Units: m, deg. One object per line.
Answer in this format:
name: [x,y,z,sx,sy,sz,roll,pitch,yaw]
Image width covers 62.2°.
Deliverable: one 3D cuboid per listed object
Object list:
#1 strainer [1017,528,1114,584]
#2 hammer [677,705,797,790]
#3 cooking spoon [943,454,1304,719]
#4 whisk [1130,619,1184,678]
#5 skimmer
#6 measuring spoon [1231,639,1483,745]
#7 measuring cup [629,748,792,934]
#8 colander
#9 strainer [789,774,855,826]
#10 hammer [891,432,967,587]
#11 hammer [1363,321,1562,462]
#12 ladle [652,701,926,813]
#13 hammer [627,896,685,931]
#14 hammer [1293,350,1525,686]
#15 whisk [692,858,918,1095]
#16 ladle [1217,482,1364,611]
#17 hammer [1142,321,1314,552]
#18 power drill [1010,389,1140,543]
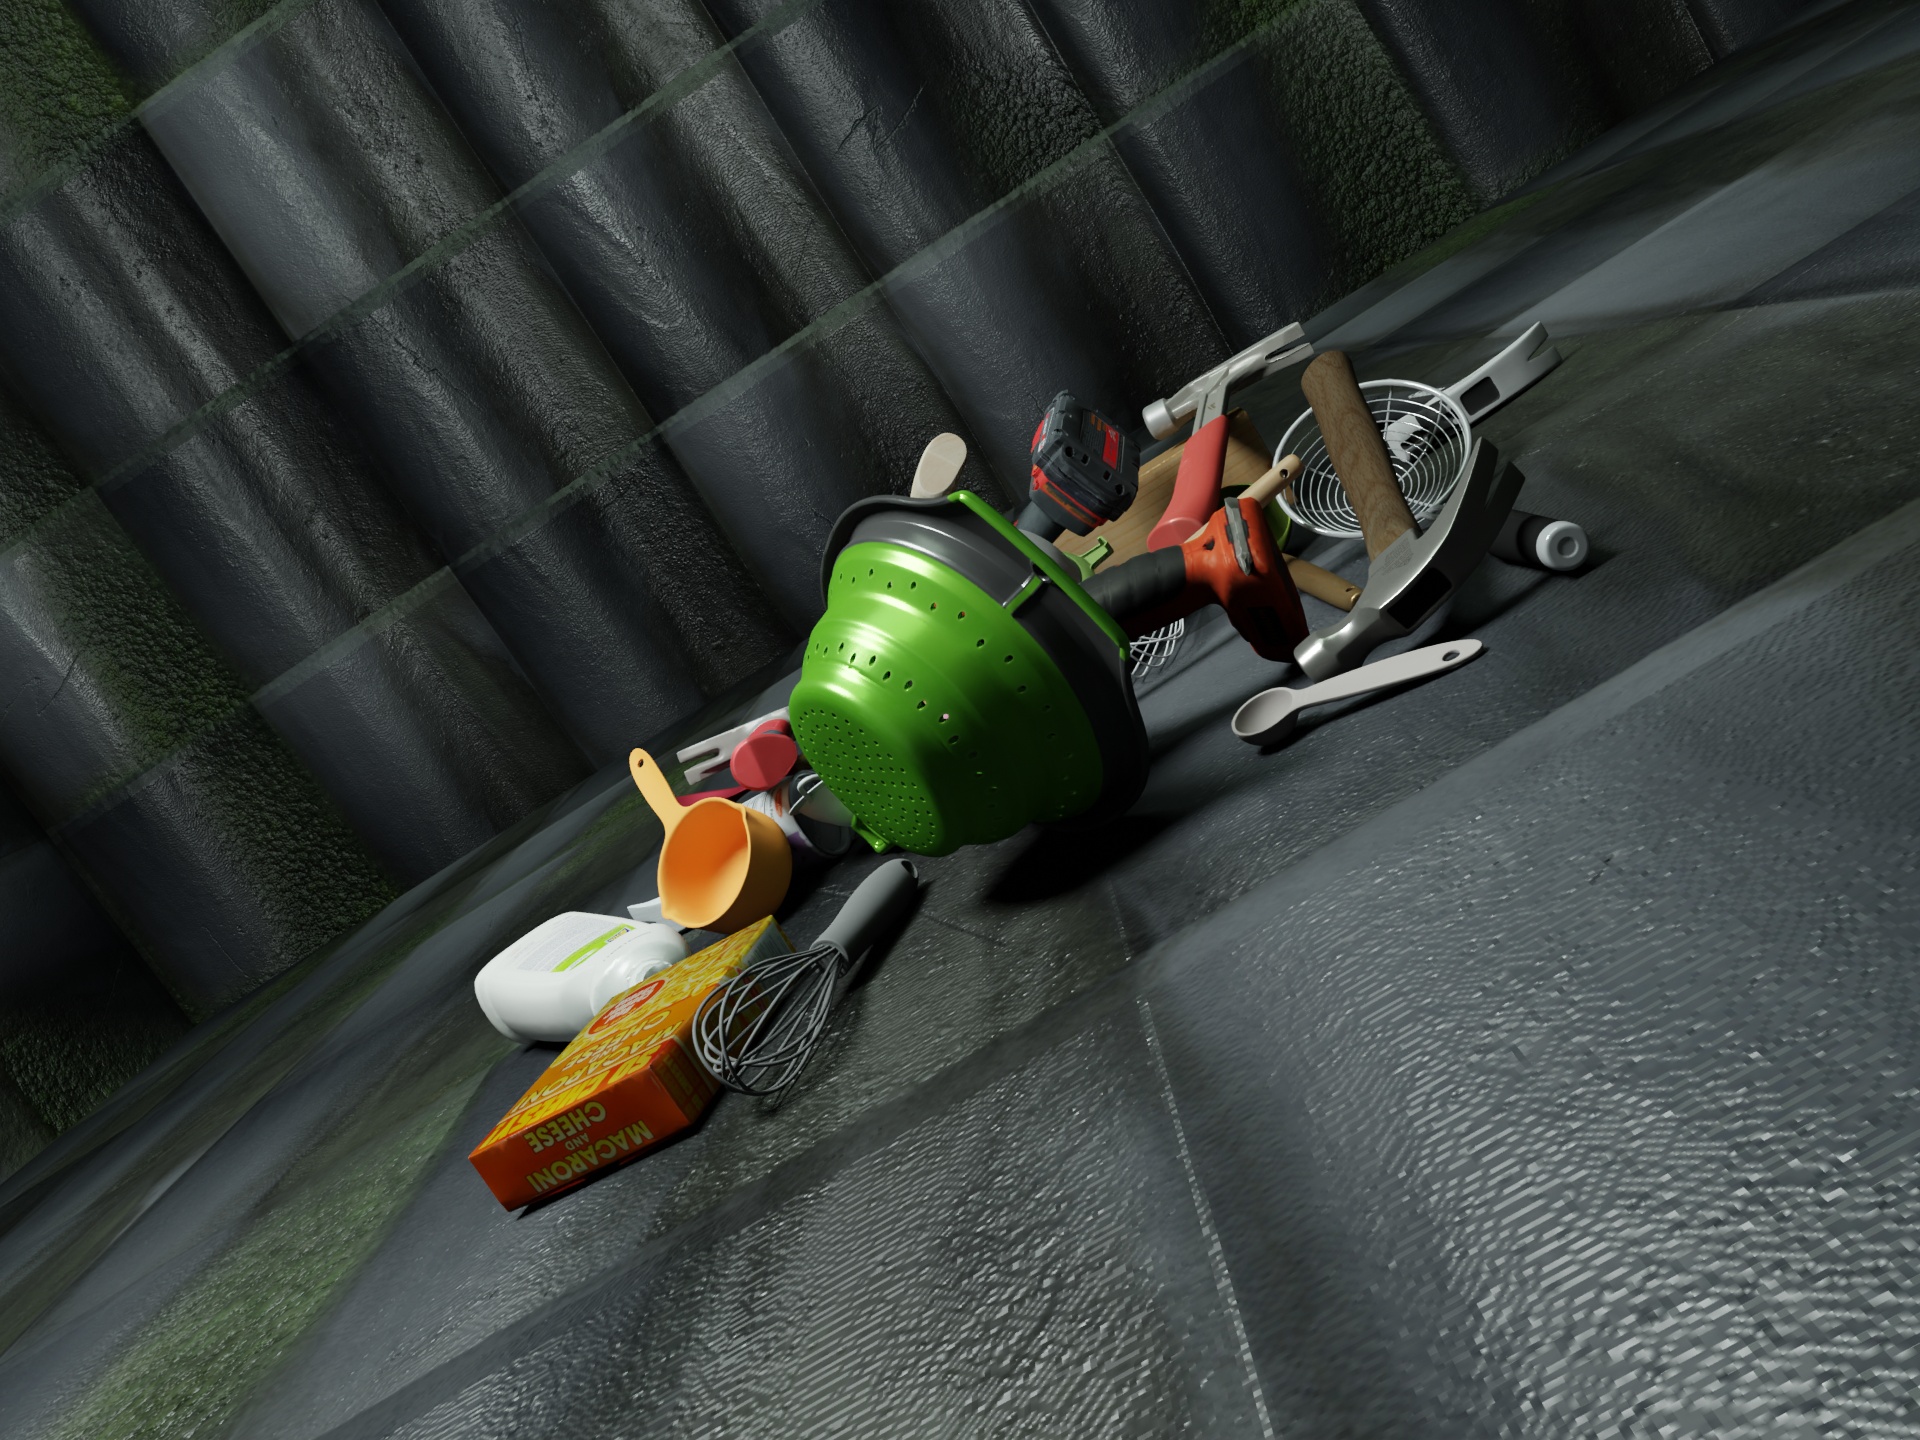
strainer: [-0.003,-0.051,1.081,0.151,0.069,0.256,-10,38,36]
hammer: [-0.168,0.026,1.243,0.143,0.038,0.386,-23,5,-3]
cooking spoon: [0.092,-0.058,0.998,0.319,0.069,0.017,-41,0,1]
whisk: [0.149,-0.091,1.148,0.070,0.070,0.284,-28,6,28]
skimmer: [0.262,-0.140,0.894,0.127,0.090,0.363,-30,10,7]
measuring spoon: [0.185,-0.011,0.742,0.124,0.018,0.034,-19,28,31]
measuring cup: [-0.175,0.076,1.090,0.095,0.052,0.174,-53,47,12]
colander: [-0.035,0.028,0.851,0.094,0.204,0.397,-45,-5,-25]
strainer: [-0.060,0.033,1.127,0.087,0.050,0.258,-37,2,15]
hammer: [-0.050,-0.116,1.363,0.146,0.038,0.410,-63,0,-30]
hammer: [0.377,-0.267,1.336,0.146,0.035,0.335,-33,9,2]
ladle: [-0.118,0.028,1.376,0.315,0.031,0.069,-23,7,5]
hammer: [-0.207,0.112,1.333,0.128,0.033,0.331,-32,9,-3]
hammer: [0.226,-0.140,0.879,0.130,0.031,0.332,-44,19,25]
whisk: [-0.069,0.119,0.804,0.055,0.055,0.239,-29,6,24]
ladle: [0.208,-0.109,1.030,0.078,0.062,0.320,-25,12,3]
hammer: [0.191,-0.206,1.192,0.149,0.036,0.359,-26,20,24]
power drill: [0.044,-0.152,1.278,0.226,0.080,0.188,-48,15,29]
